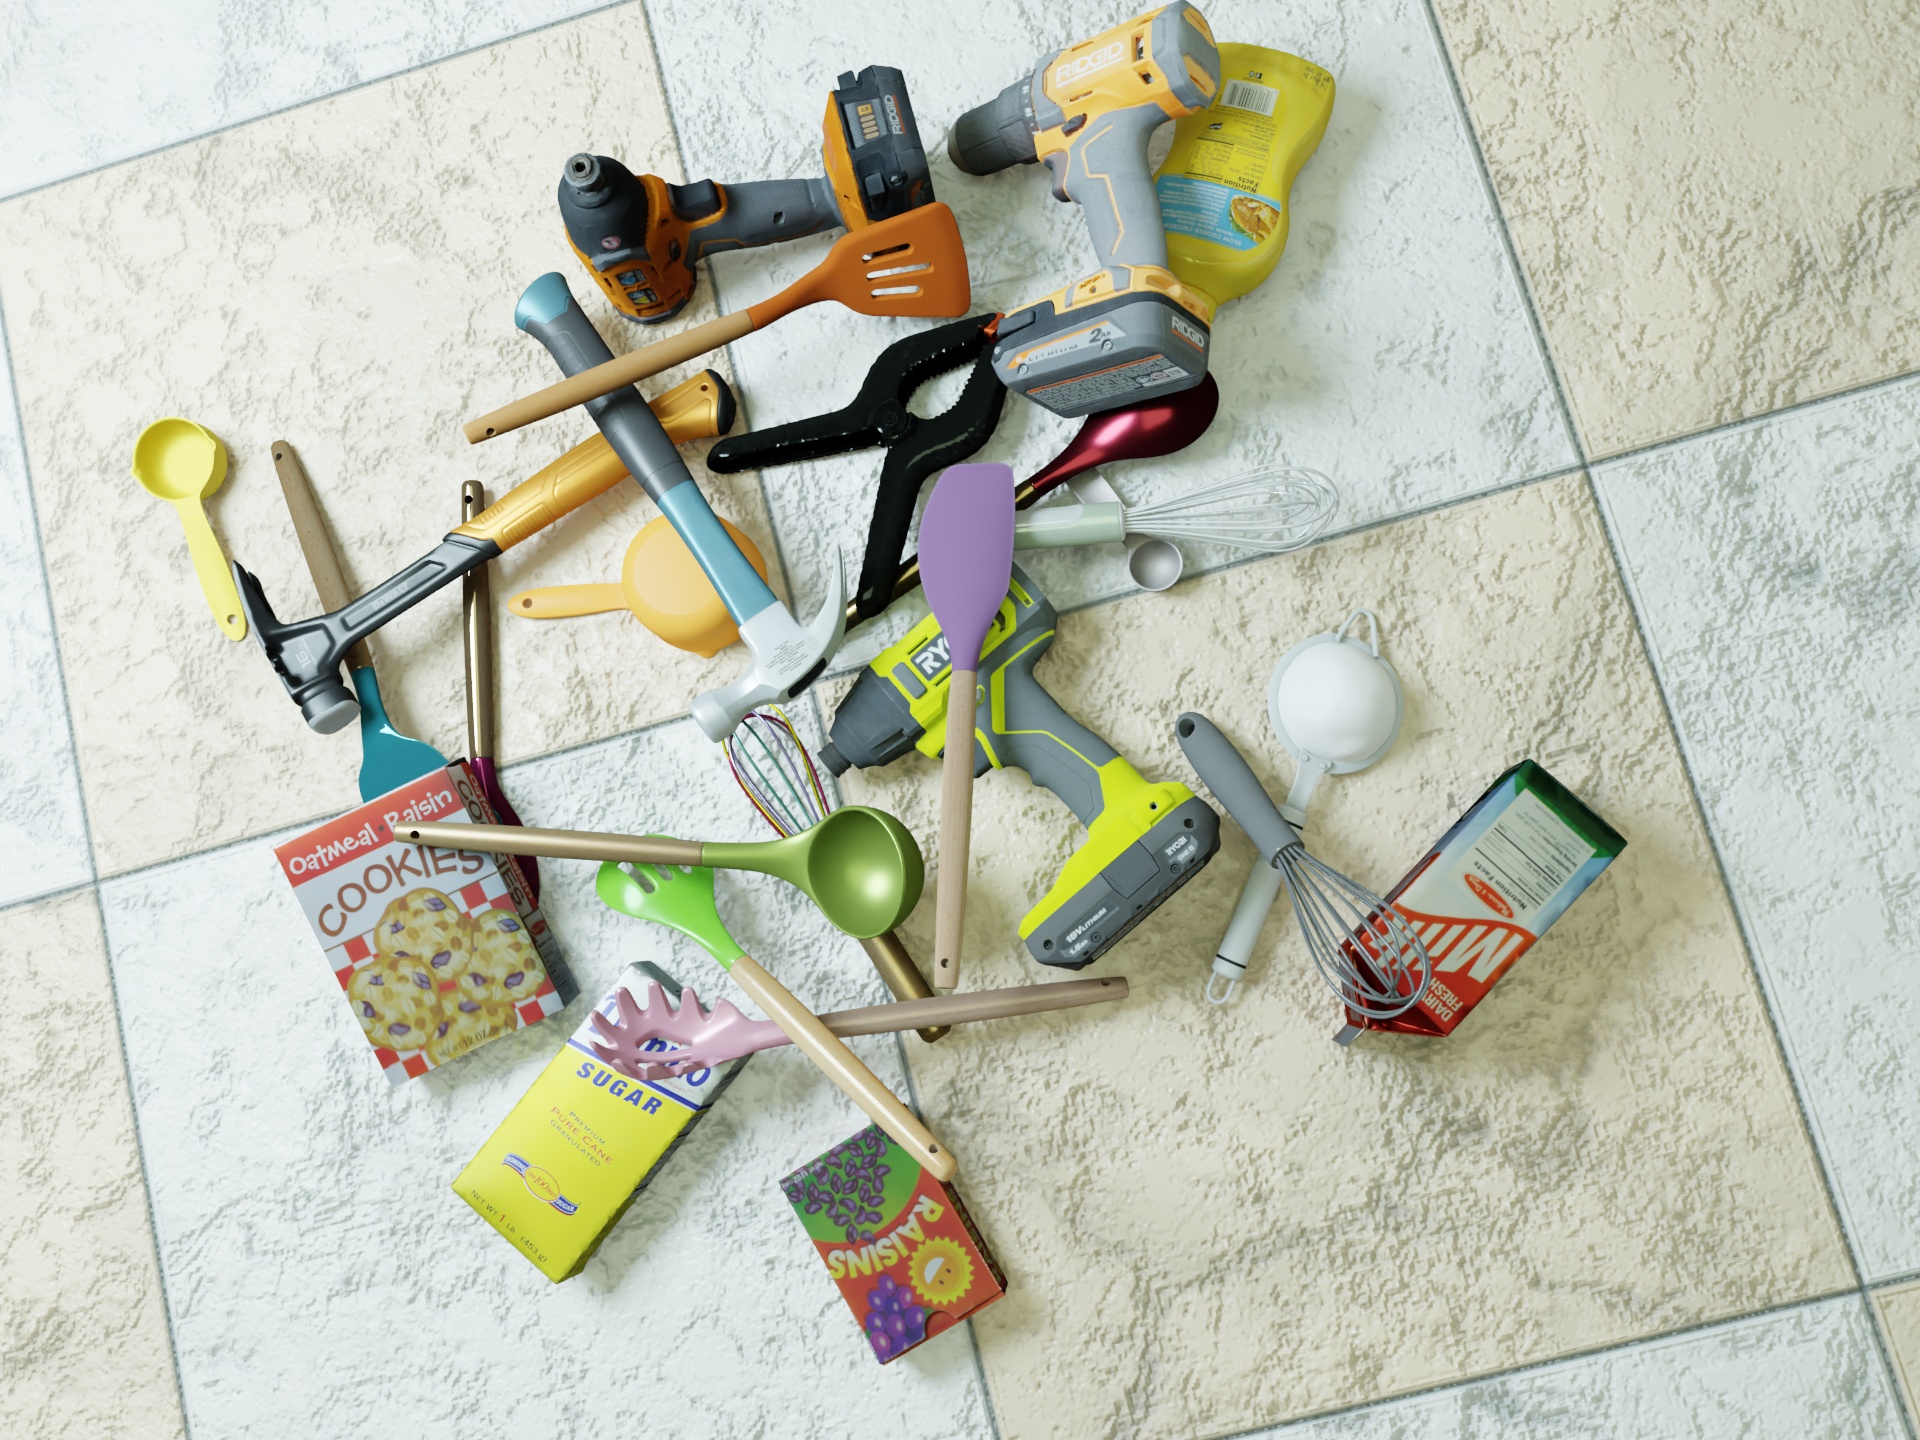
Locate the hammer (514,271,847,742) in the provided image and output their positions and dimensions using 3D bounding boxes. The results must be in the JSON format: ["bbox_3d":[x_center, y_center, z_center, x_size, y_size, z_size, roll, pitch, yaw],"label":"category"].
[{"bbox_3d":[-0.184,-0.149,0.982,0.128,0.033,0.331,-33,73,-8],"label":"hammer"}]

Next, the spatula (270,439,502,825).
[{"bbox_3d":[-0.394,-0.050,1.042,0.082,0.044,0.318,-29,72,11],"label":"spatula"}]

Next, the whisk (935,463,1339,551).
[{"bbox_3d":[0.105,-0.122,0.967,0.246,0.059,0.058,-4,45,5],"label":"whisk"}]

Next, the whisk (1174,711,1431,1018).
[{"bbox_3d":[0.187,0.073,0.904,0.055,0.055,0.239,-34,50,1],"label":"whisk"}]

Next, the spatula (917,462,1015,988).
[{"bbox_3d":[-0.001,-0.003,0.928,0.060,0.018,0.316,-1,75,14],"label":"spatula"}]

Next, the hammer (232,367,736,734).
[{"bbox_3d":[-0.295,-0.132,1.020,0.337,0.034,0.127,-33,74,-7],"label":"hammer"}]

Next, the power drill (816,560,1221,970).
[{"bbox_3d":[0.033,0.035,0.960,0.171,0.080,0.223,-41,76,0],"label":"power drill"}]

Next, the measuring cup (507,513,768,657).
[{"bbox_3d":[-0.213,-0.087,1.015,0.173,0.052,0.095,-6,82,4],"label":"measuring cup"}]

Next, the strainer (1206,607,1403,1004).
[{"bbox_3d":[0.203,0.051,0.955,0.087,0.050,0.258,23,89,-5],"label":"strainer"}]

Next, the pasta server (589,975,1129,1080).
[{"bbox_3d":[-0.057,0.173,0.939,0.316,0.040,0.060,-7,43,-4],"label":"pasta server"}]

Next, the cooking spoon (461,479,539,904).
[{"bbox_3d":[-0.313,-0.001,1.033,0.069,0.017,0.319,-5,82,6],"label":"cooking spoon"}]

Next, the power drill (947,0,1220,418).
[{"bbox_3d":[0.068,-0.306,0.973,0.185,0.084,0.226,-7,76,37],"label":"power drill"}]

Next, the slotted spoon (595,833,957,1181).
[{"bbox_3d":[-0.110,0.156,0.920,0.070,0.031,0.314,-29,52,-32],"label":"slotted spoon"}]

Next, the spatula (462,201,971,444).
[{"bbox_3d":[-0.148,-0.232,0.973,0.322,0.080,0.041,-25,47,-10],"label":"spatula"}]

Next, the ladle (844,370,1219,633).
[{"bbox_3d":[0.025,-0.132,1.002,0.315,0.031,0.069,-34,72,6],"label":"ladle"}]

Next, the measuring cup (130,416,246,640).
[{"bbox_3d":[-0.510,-0.128,1.077,0.062,0.029,0.156,-18,92,4],"label":"measuring cup"}]

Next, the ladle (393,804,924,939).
[{"bbox_3d":[-0.180,0.079,0.936,0.320,0.062,0.078,4,96,3],"label":"ladle"}]

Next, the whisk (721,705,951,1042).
[{"bbox_3d":[-0.076,0.090,0.981,0.047,0.051,0.245,-33,83,-4],"label":"whisk"}]

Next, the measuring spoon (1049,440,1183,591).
[{"bbox_3d":[0.096,-0.129,1.007,0.034,0.018,0.124,-38,73,3],"label":"measuring spoon"}]

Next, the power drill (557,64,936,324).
[{"bbox_3d":[-0.133,-0.325,0.985,0.226,0.164,0.084,-15,81,3],"label":"power drill"}]
